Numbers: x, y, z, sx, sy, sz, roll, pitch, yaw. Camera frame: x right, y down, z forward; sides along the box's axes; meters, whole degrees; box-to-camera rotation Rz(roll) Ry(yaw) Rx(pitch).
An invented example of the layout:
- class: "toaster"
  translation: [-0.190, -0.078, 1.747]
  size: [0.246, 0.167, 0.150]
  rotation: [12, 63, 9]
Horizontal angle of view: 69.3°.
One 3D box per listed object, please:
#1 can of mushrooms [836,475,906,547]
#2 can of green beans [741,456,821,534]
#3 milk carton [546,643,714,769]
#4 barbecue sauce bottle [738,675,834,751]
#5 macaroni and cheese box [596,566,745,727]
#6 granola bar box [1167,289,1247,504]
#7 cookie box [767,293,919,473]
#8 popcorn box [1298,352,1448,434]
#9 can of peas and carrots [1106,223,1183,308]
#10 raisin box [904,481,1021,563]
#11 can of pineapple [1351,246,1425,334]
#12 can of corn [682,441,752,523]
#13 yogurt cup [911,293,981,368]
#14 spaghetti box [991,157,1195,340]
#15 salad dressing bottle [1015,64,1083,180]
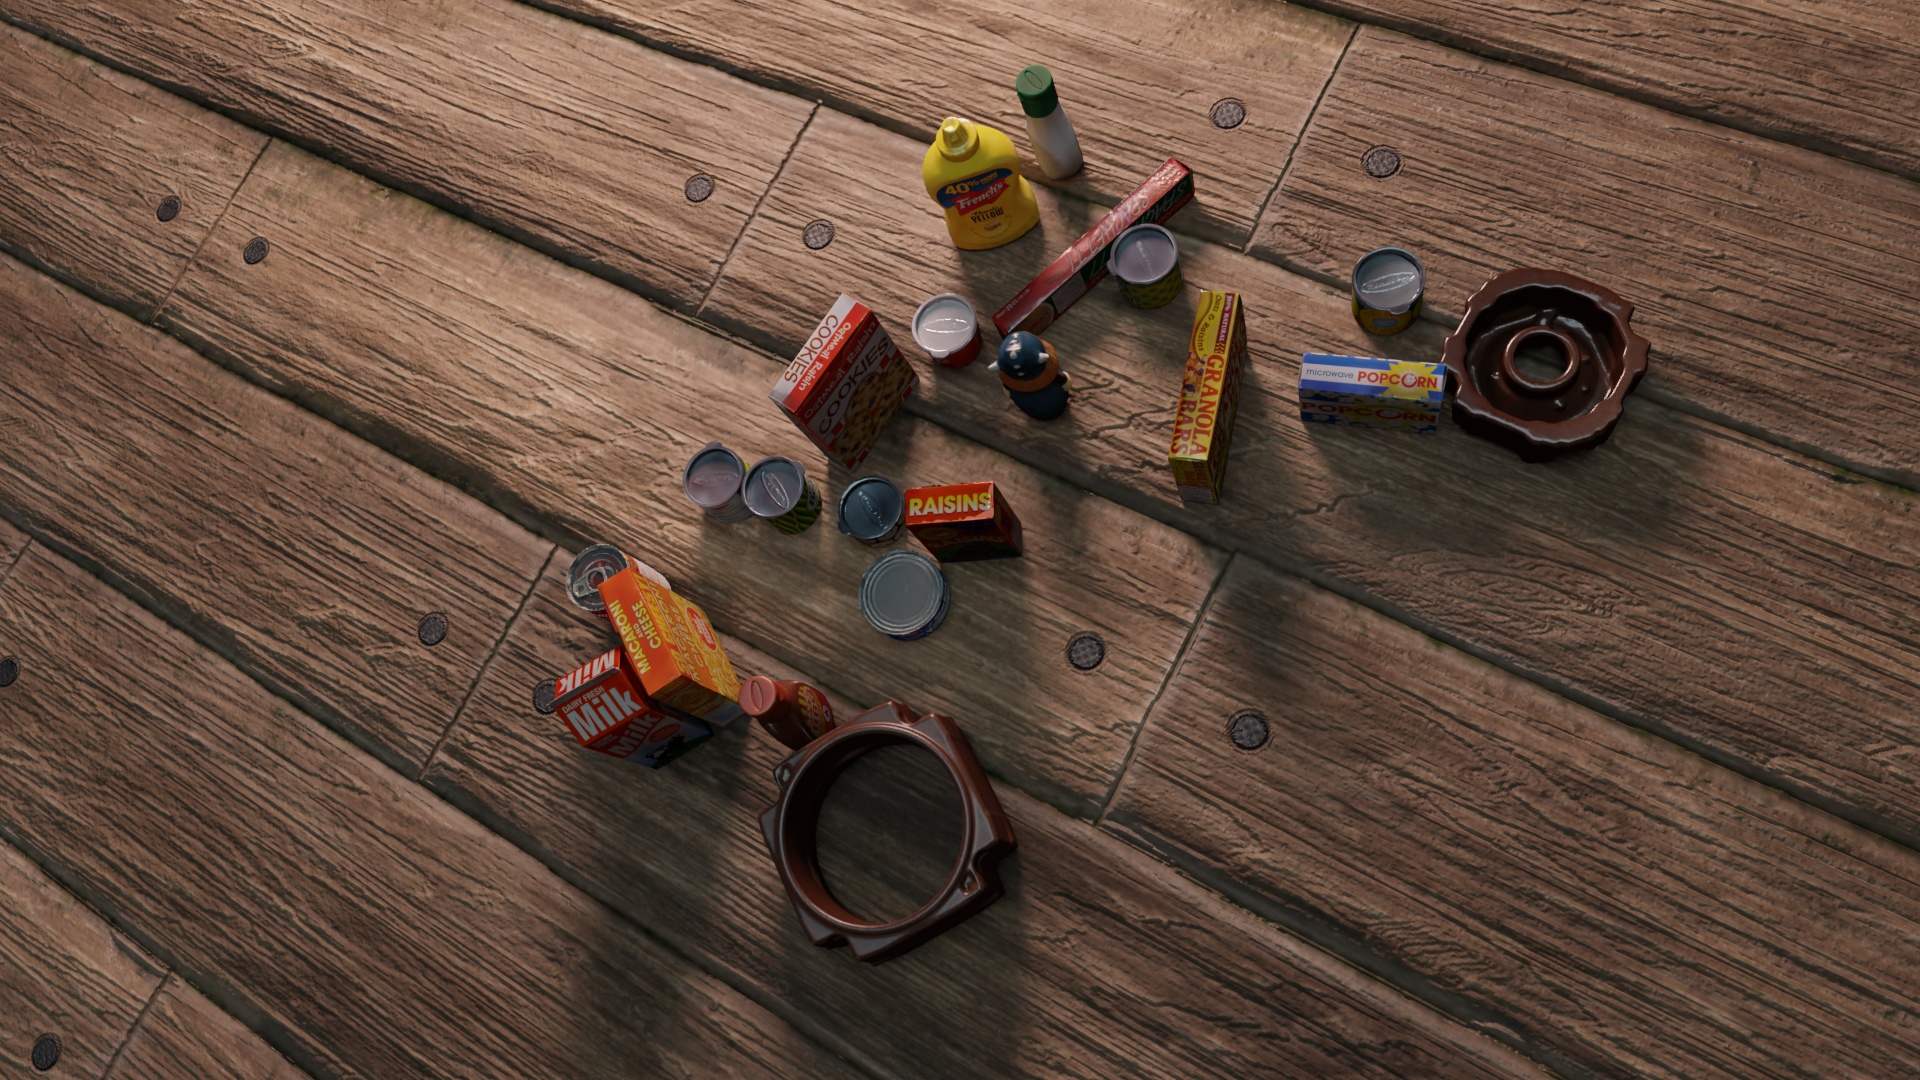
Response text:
- class: "can of mushrooms"
  translation: [-0.088, -0.027, 1.388]
  size: [0.071, 0.033, 0.071]
  rotation: [-4, 72, 14]
- class: "can of green beans"
  translation: [-0.180, -0.045, 1.405]
  size: [0.071, 0.057, 0.071]
  rotation: [-4, 72, 14]
- class: "milk carton"
  translation: [-0.311, 0.155, 1.303]
  size: [0.072, 0.190, 0.073]
  rotation: [-31, 68, 4]
- class: "barbecue sauce bottle"
  translation: [-0.161, 0.157, 1.286]
  size: [0.043, 0.148, 0.065]
  rotation: [-17, 70, 9]
- class: "macaroni and cheese box"
  translation: [-0.270, 0.105, 1.322]
  size: [0.040, 0.166, 0.124]
  rotation: [-33, 68, 3]
- class: "granola bar box"
  translation: [0.232, -0.130, 1.288]
  size: [0.039, 0.124, 0.166]
  rotation: [9, 75, 17]
- class: "cookie box"
  translation: [-0.110, -0.150, 1.361]
  size: [0.040, 0.167, 0.123]
  rotation: [32, 83, 21]
- class: "popcorn box"
  translation: [0.376, -0.135, 1.272]
  size: [0.127, 0.085, 0.038]
  rotation: [8, 75, 17]
- class: "can of peas and carrots"
  translation: [0.184, -0.270, 1.381]
  size: [0.071, 0.058, 0.071]
  rotation: [-4, 72, 14]
- class: "raisin box"
  translation: [0.005, -0.016, 1.311]
  size: [0.086, 0.123, 0.040]
  rotation: [-4, 72, 14]
- class: "can of pineapple"
  translation: [0.403, -0.233, 1.312]
  size: [0.071, 0.057, 0.071]
  rotation: [-4, 72, 14]
- class: "can of corn"
  translation: [-0.243, -0.059, 1.426]
  size: [0.071, 0.058, 0.071]
  rotation: [-4, 72, 14]
- class: "yogurt cup"
  translation: [-0.010, -0.211, 1.416]
  size: [0.072, 0.054, 0.072]
  rotation: [-4, 72, 14]
- class: "spaghetti box"
  translation: [0.136, -0.288, 1.404]
  size: [0.250, 0.050, 0.029]
  rotation: [-42, 68, -1]
- class: "salad dressing bottle"
  translation: [0.089, -0.423, 1.407]
  size: [0.044, 0.147, 0.064]
  rotation: [-37, 68, 2]
